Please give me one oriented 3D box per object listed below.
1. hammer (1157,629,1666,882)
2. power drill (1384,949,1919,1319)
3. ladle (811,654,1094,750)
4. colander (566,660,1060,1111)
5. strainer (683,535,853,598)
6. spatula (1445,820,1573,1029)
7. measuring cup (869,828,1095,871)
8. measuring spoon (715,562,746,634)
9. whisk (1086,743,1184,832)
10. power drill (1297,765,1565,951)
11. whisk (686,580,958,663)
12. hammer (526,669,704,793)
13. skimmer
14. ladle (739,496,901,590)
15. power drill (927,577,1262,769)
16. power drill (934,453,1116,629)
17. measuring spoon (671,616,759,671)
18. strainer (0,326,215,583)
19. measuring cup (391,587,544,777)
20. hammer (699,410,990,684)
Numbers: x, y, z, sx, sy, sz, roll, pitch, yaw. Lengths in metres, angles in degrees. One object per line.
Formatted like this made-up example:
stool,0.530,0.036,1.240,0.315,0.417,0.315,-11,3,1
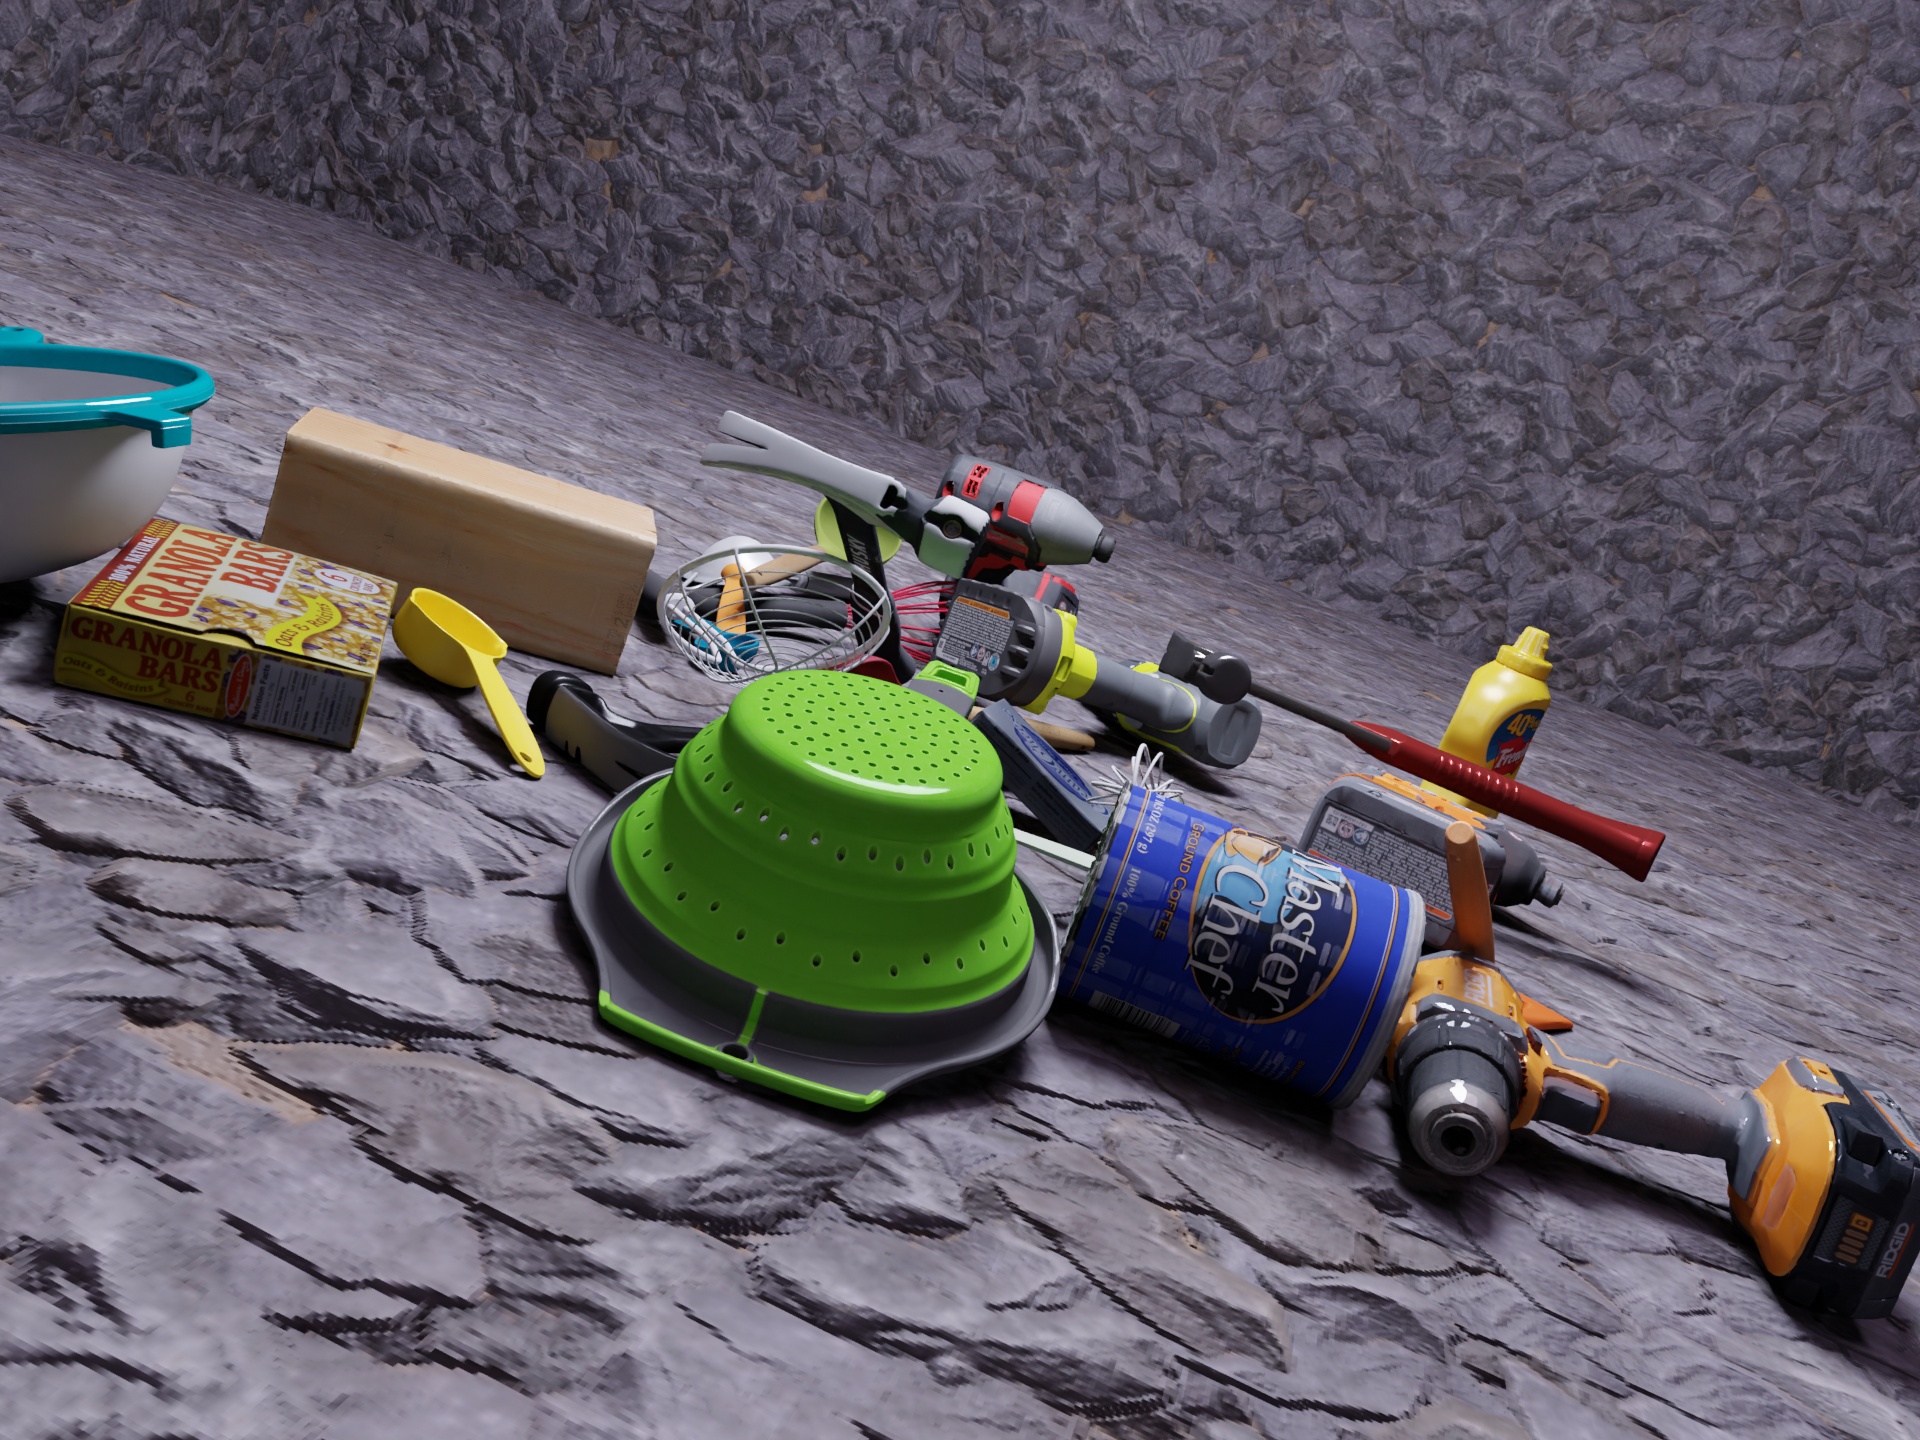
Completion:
hammer,0.306,0.025,1.069,0.359,0.036,0.149,22,6,-7
power drill,0.301,0.181,0.709,0.226,0.084,0.185,19,13,14
ladle,-0.002,-0.003,1.055,0.315,0.069,0.031,12,44,-51
colander,-0.032,0.014,0.711,0.204,0.094,0.397,19,23,4
strainer,-0.142,-0.120,1.317,0.087,0.050,0.258,11,4,30
spatula,0.275,0.112,0.834,0.081,0.041,0.322,28,-13,30
measuring cup,0.020,0.074,0.809,0.167,0.038,0.083,19,14,-12
measuring spoon,-0.161,-0.081,1.123,0.021,0.011,0.117,10,34,-13
whisk,0.114,0.049,0.944,0.058,0.059,0.246,6,-3,12
power drill,0.322,0.092,1.075,0.164,0.084,0.226,25,11,21
whisk,-0.076,-0.079,1.223,0.295,0.073,0.073,2,22,-34
hammer,-0.069,0.019,0.896,0.127,0.034,0.336,30,17,38
skimmer,-0.153,-0.087,0.986,0.127,0.090,0.363,14,8,-26
ladle,-0.112,-0.137,1.250,0.078,0.062,0.320,41,16,0
power drill,0.094,-0.034,1.218,0.228,0.080,0.191,19,4,-32
power drill,0.050,-0.128,1.306,0.143,0.079,0.219,22,-20,7
measuring spoon,-0.173,-0.053,1.071,0.042,0.021,0.129,-9,18,-28
strainer,-0.472,-0.131,0.767,0.211,0.095,0.341,-4,19,-23
measuring cup,-0.245,-0.012,0.799,0.062,0.029,0.157,30,15,-48
hammer,-0.059,-0.080,0.963,0.149,0.036,0.408,25,-10,4
